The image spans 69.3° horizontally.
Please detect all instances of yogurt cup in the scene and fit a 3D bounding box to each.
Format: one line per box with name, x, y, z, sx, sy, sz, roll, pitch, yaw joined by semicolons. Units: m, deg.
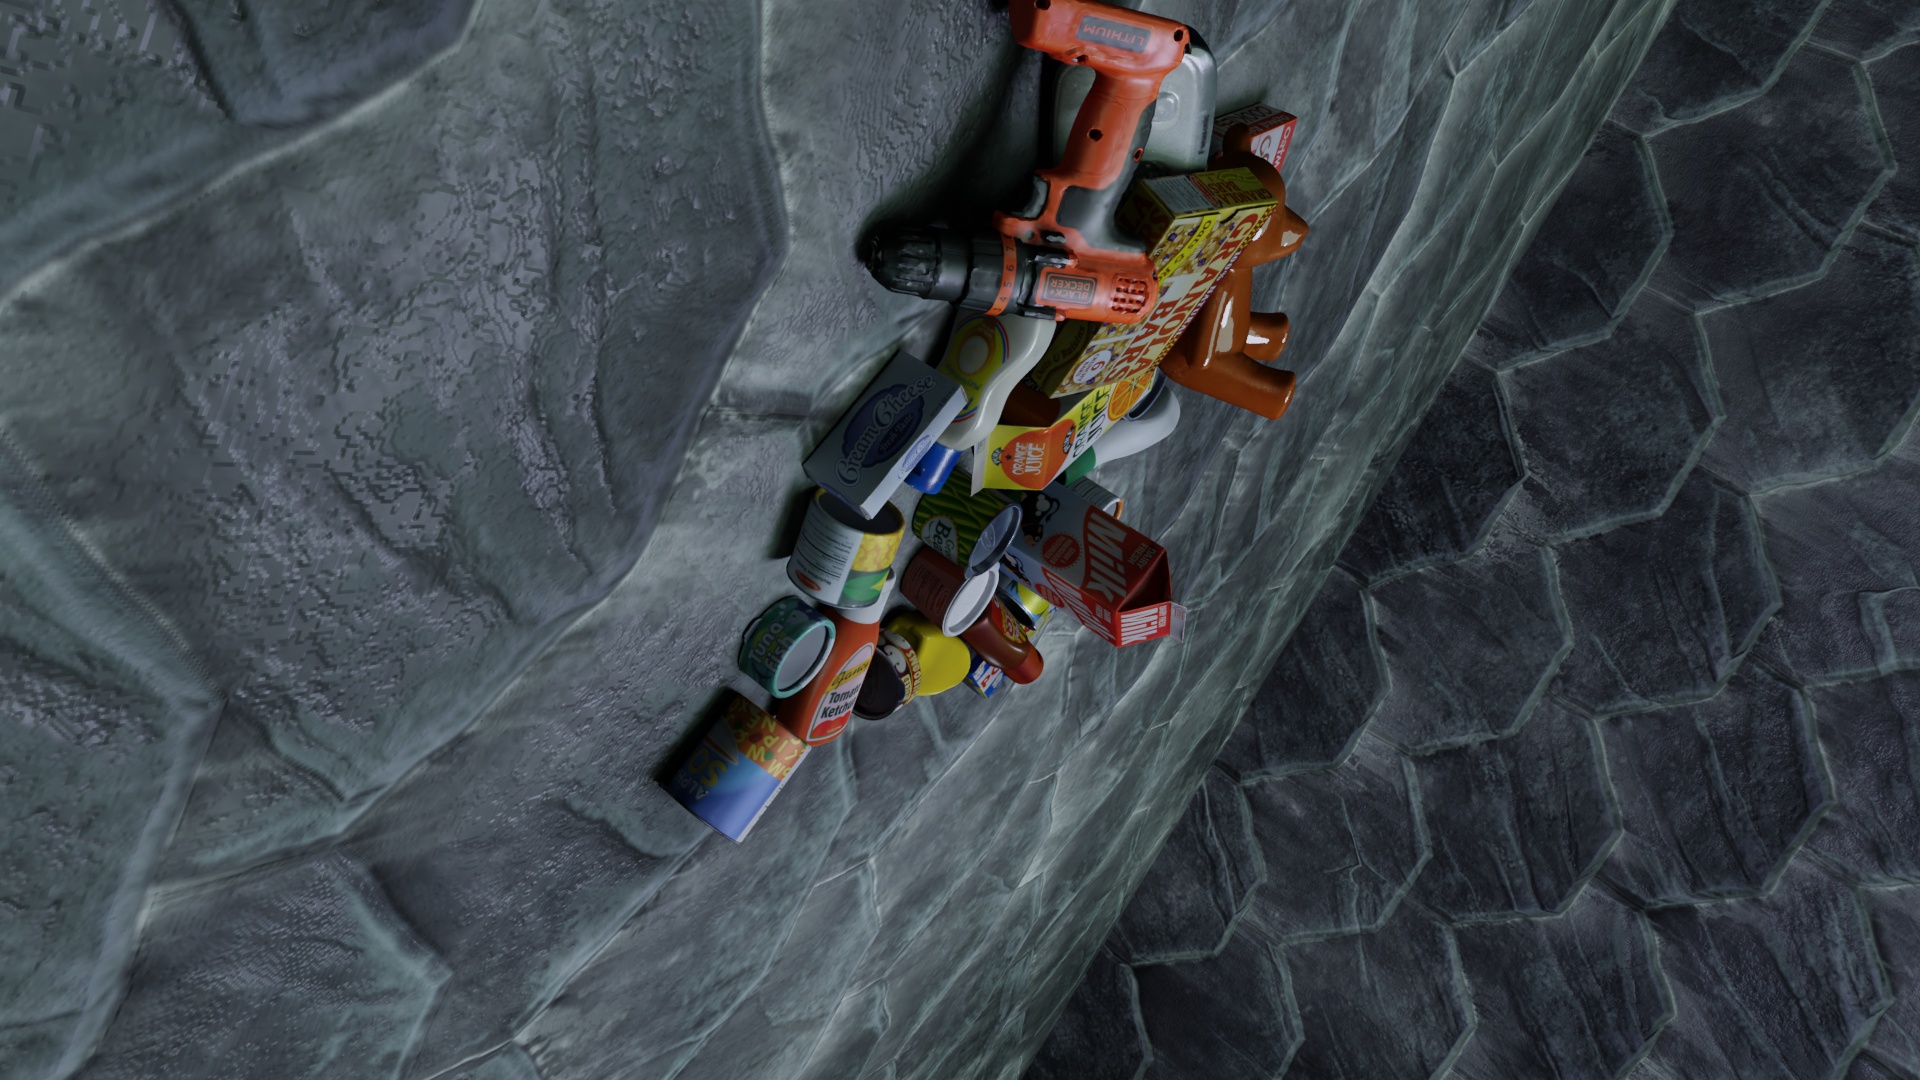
yogurt cup;-0.011;0.036;1.118;0.073;0.054;0.072;-45;156;-27

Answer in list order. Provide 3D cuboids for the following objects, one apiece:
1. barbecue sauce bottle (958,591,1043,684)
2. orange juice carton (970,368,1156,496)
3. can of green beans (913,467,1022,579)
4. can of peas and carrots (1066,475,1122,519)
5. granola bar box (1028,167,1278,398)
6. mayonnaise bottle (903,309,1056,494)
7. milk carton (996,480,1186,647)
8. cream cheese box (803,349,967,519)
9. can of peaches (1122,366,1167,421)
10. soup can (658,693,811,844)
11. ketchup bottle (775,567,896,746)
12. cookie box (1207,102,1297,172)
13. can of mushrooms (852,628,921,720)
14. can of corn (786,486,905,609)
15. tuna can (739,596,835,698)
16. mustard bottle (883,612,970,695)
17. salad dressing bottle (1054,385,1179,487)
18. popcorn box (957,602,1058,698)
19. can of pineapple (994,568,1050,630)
barbecue sauce bottle;0.031;0.082;1.214;0.043;0.065;0.148;-26;144;11
orange juice carton;0.070;-0.109;1.061;0.193;0.073;0.071;-42;155;-32
can of green beans;0.005;-0.015;1.075;0.071;0.058;0.071;-45;156;-26
can of peas and carrots;0.107;-0.024;1.277;0.071;0.059;0.070;-44;155;-26
granola bar box;0.129;-0.175;0.951;0.125;0.039;0.164;-20;154;-44
mayonnaise bottle;0.004;-0.102;0.950;0.147;0.065;0.041;-60;159;18
milk carton;0.108;0.021;1.161;0.074;0.191;0.072;-49;157;-18
cream cheese box;-0.048;-0.069;0.893;0.104;0.053;0.024;-52;156;-12
can of peaches;0.137;-0.145;1.172;0.071;0.058;0.071;-44;155;-27
soup can;-0.157;0.157;0.970;0.084;0.071;0.071;-53;158;-10
ketchup bottle;-0.090;0.081;1.030;0.065;0.043;0.148;-15;134;-54
cookie box;0.209;-0.285;1.149;0.168;0.040;0.122;-33;149;-45
can of mushrooms;-0.064;0.104;1.080;0.033;0.071;0.070;-26;144;-54
can of corn;-0.074;0.002;0.921;0.071;0.071;0.058;-22;140;-55
tuna can;-0.121;0.074;0.969;0.071;0.033;0.070;-45;156;-26
mustard bottle;-0.026;0.101;1.186;0.065;0.049;0.160;-56;159;1
salad dressing bottle;0.132;-0.093;1.237;0.148;0.064;0.043;-31;130;-32
popcorn box;0.042;0.081;1.315;0.127;0.038;0.085;-52;157;-11
can of pineapple;0.057;0.036;1.243;0.058;0.071;0.070;-51;158;-15
